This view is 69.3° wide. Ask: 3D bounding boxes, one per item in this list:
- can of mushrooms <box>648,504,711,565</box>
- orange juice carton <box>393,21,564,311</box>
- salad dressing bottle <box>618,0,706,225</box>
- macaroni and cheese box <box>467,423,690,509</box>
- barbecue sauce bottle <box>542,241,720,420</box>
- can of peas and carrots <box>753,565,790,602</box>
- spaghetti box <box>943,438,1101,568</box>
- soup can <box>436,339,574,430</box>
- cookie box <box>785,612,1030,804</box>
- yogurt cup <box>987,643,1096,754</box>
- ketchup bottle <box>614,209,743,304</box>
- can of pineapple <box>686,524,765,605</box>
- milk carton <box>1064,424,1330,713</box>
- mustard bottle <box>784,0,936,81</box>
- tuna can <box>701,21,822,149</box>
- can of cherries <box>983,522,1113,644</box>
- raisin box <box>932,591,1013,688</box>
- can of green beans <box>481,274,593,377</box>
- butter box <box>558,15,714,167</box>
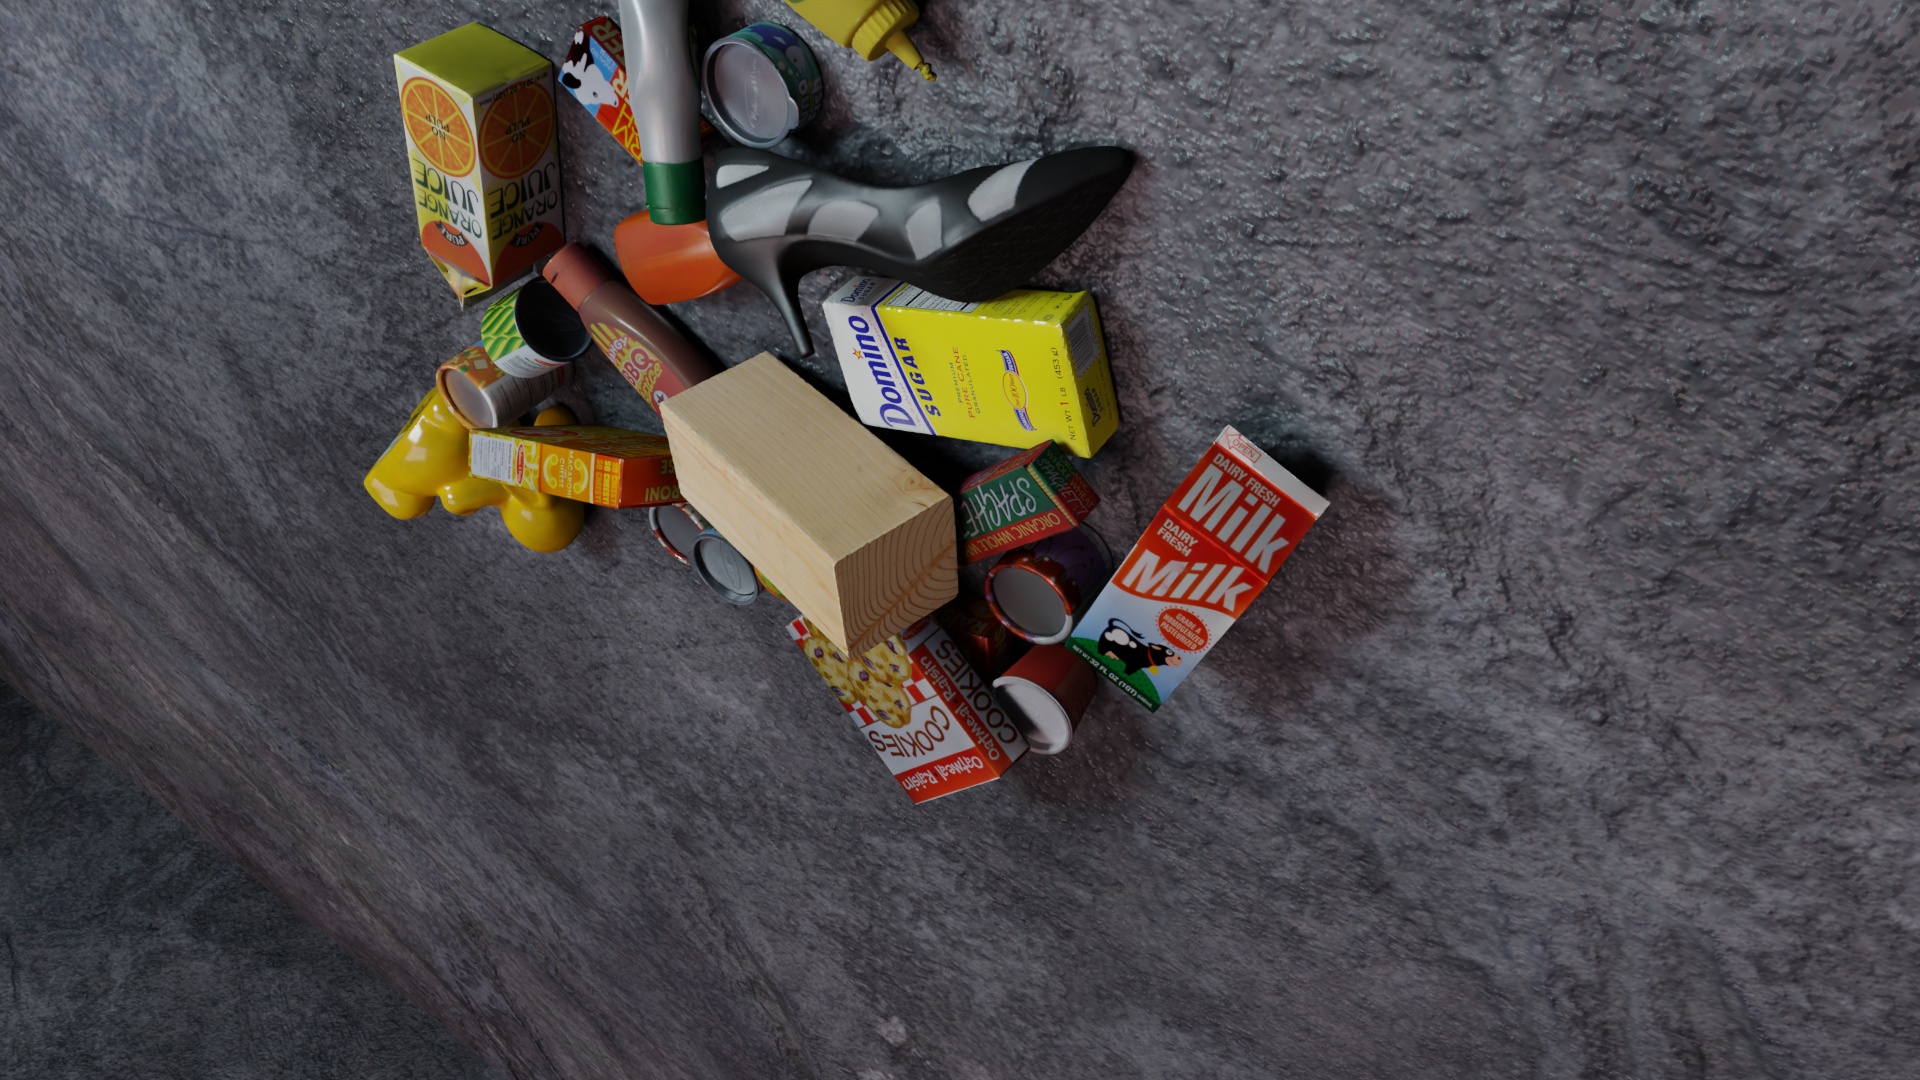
[{"bbox_3d":[-0.214,-0.013,1.117,0.071,0.034,0.070,22,135,24],"label":"can of mushrooms"},{"bbox_3d":[-0.333,-0.252,0.977,0.073,0.072,0.191,30,138,17],"label":"orange juice carton"},{"bbox_3d":[-0.175,-0.265,0.827,0.064,0.044,0.147,-124,30,-61],"label":"salad dressing bottle"},{"bbox_3d":[-0.268,-0.058,1.052,0.166,0.124,0.040,12,103,33],"label":"macaroni and cheese box"},{"bbox_3d":[-0.239,-0.150,1.009,0.148,0.044,0.064,47,141,-4],"label":"barbecue sauce bottle"},{"bbox_3d":[-0.111,0.008,1.022,0.071,0.071,0.058,46,141,-3],"label":"can of peas and carrots"},{"bbox_3d":[0.003,-0.011,0.902,0.050,0.029,0.249,51,152,-10],"label":"spaghetti box"},{"bbox_3d":[-0.361,-0.131,1.097,0.071,0.084,0.071,23,136,24],"label":"soup can"},{"bbox_3d":[-0.039,0.103,0.992,0.167,0.040,0.122,54,145,-3],"label":"cookie box"},{"bbox_3d":[0.060,0.108,0.976,0.072,0.054,0.072,22,136,24],"label":"yogurt cup"},{"bbox_3d":[-0.162,-0.193,0.908,0.148,0.044,0.064,0,122,40],"label":"ketchup bottle"},{"bbox_3d":[-0.167,0.006,1.074,0.071,0.058,0.070,22,136,24],"label":"can of pineapple"},{"bbox_3d":[0.140,0.013,0.811,0.072,0.074,0.189,38,140,7],"label":"milk carton"},{"bbox_3d":[-0.068,-0.303,0.728,0.160,0.049,0.065,47,142,-4],"label":"mustard bottle"},{"bbox_3d":[-0.114,-0.265,0.812,0.071,0.033,0.070,23,136,24],"label":"tuna can"},{"bbox_3d":[0.055,0.023,0.903,0.071,0.059,0.071,22,136,23],"label":"can of cherries"},{"bbox_3d":[-0.022,0.074,1.027,0.123,0.040,0.085,18,133,26],"label":"raisin box"},{"bbox_3d":[-0.319,-0.161,1.050,0.057,0.071,0.071,-12,116,45],"label":"can of green beans"},{"bbox_3d":[-0.207,-0.278,0.887,0.103,0.024,0.053,46,141,-2],"label":"butter box"}]
